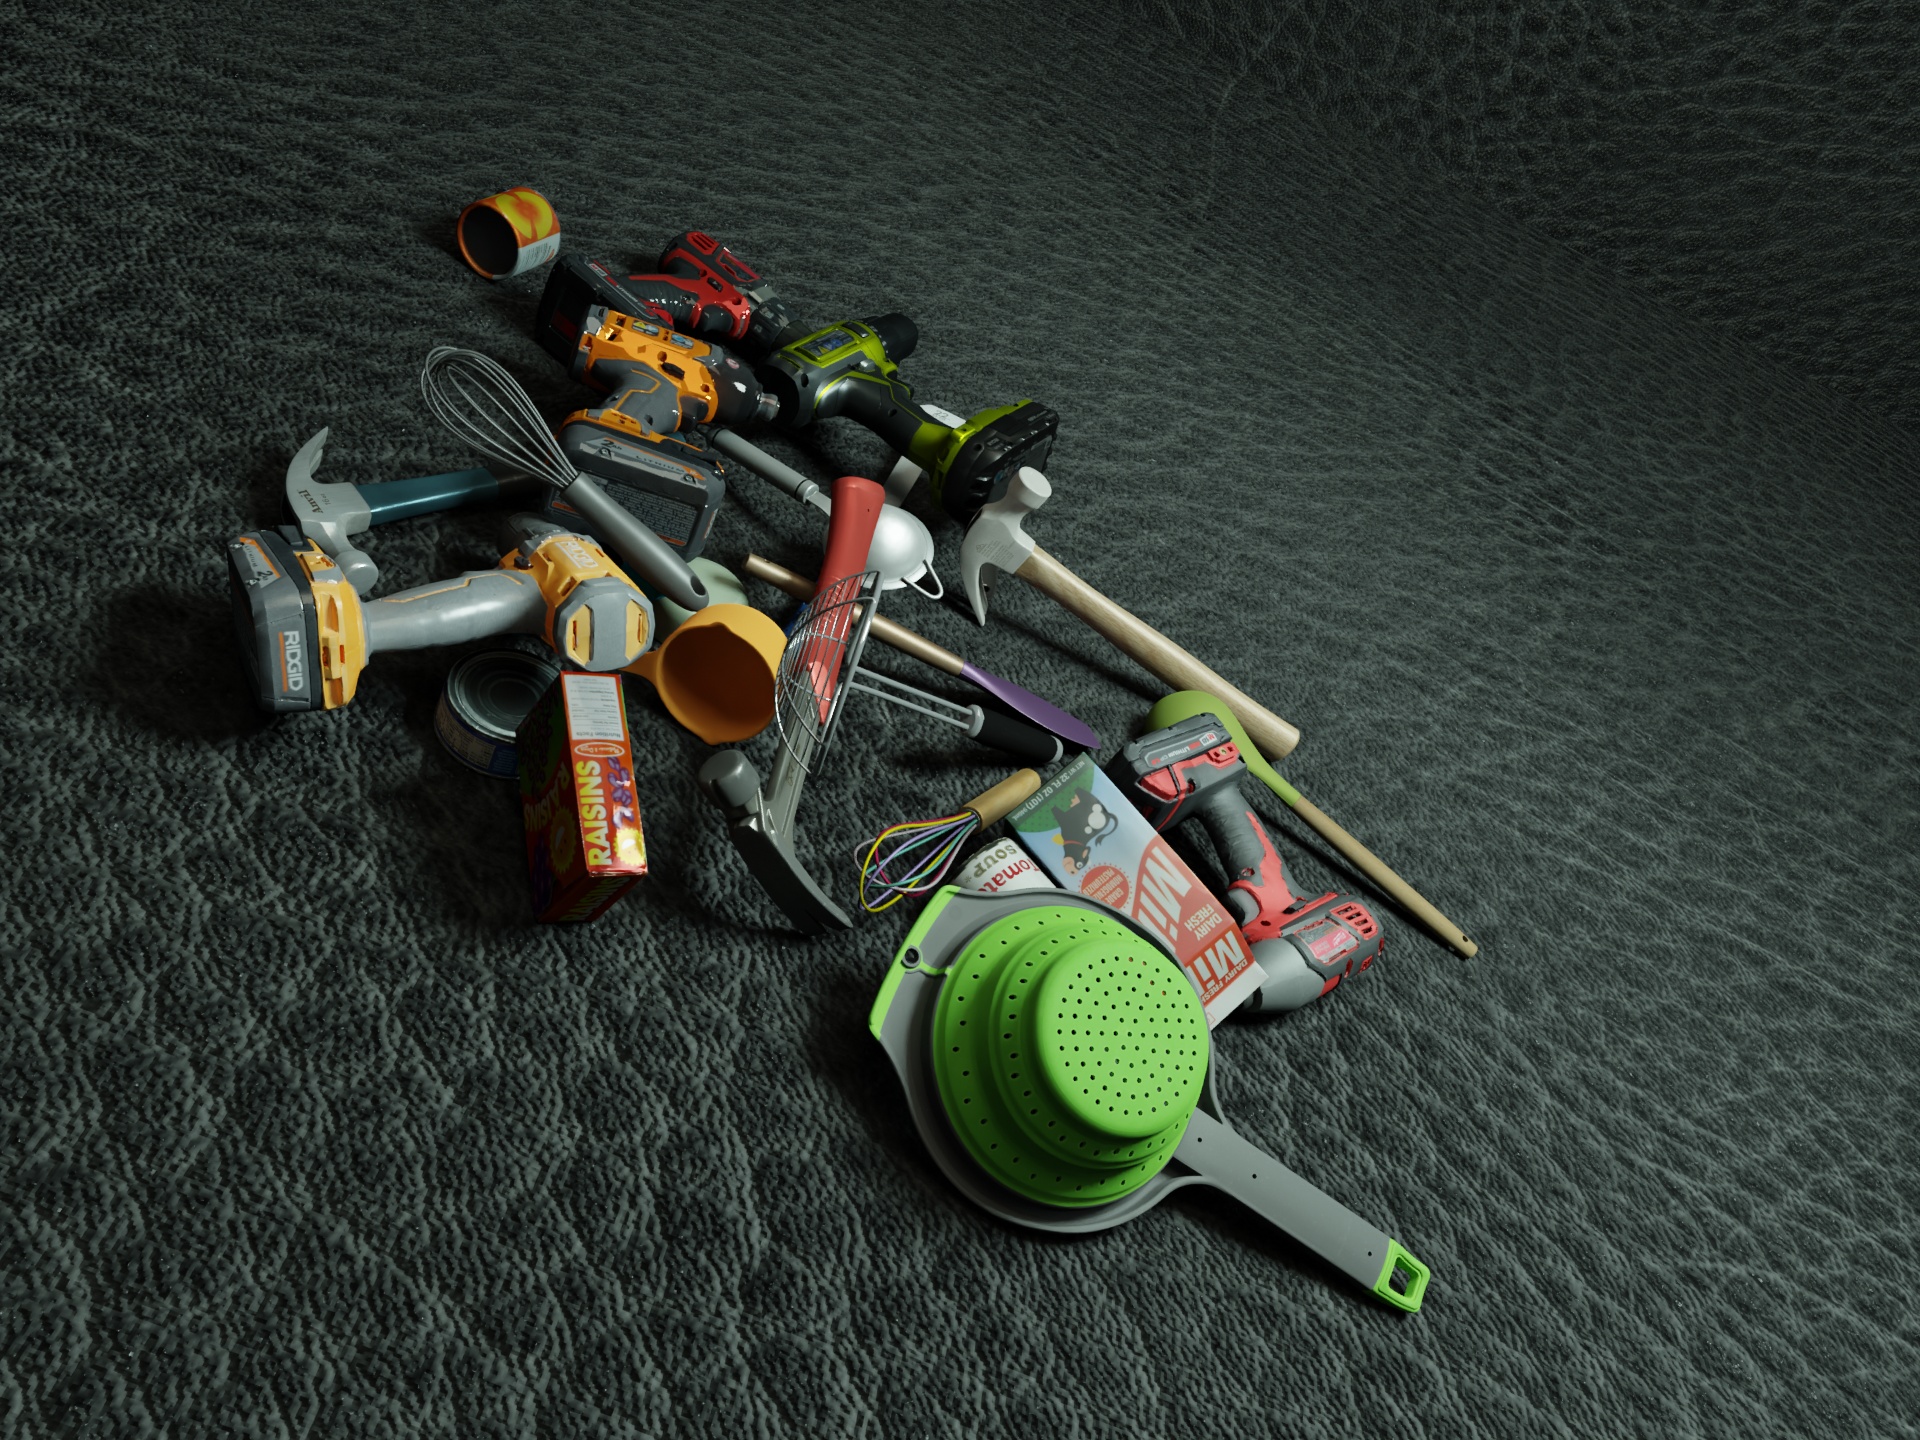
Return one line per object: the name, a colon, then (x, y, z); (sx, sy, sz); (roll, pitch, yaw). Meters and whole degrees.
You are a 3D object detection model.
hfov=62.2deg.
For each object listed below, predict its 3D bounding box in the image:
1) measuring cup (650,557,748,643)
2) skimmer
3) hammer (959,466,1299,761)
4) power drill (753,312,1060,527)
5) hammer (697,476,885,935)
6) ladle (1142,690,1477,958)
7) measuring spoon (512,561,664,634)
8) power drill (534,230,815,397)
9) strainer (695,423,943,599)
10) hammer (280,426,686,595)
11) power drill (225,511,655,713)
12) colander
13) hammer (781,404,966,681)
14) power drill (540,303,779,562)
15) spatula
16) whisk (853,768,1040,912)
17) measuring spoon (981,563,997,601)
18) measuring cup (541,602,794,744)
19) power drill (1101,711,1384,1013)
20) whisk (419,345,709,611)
measuring cup: (-0.227, -0.089, 1.118); (0.167, 0.038, 0.083); (6, 45, -31)
skimmer: (-0.002, -0.003, 1.043); (0.090, 0.127, 0.363); (17, -2, 34)
hammer: (0.140, -0.066, 1.299); (0.331, 0.130, 0.031); (35, 37, -14)
power drill: (-0.035, -0.267, 1.342); (0.229, 0.080, 0.190); (33, 42, 17)
hammer: (-0.090, -0.036, 1.063); (0.359, 0.037, 0.149); (-81, 150, -45)
ladle: (0.280, 0.088, 1.274); (0.320, 0.062, 0.078); (40, 43, 0)
measuring spoon: (-0.248, -0.087, 1.071); (0.128, 0.021, 0.042); (-27, 49, -38)
power drill: (-0.228, -0.338, 1.365); (0.188, 0.080, 0.227); (40, 36, 10)
strainer: (-0.115, -0.174, 1.238); (0.259, 0.050, 0.087); (33, 56, 21)
hammer: (-0.328, -0.172, 1.147); (0.331, 0.033, 0.128); (-22, 63, -46)
power drill: (-0.324, -0.080, 0.979); (0.226, 0.084, 0.186); (-9, 29, -29)
colander: (0.140, 0.233, 0.928); (0.397, 0.094, 0.205); (35, 61, -9)
hammer: (-0.066, -0.156, 1.293); (0.144, 0.035, 0.406); (21, 40, 2)
power drill: (-0.217, -0.215, 1.177); (0.164, 0.084, 0.227); (16, 38, -16)
spatula: (-0.022, -0.049, 1.185); (0.315, 0.018, 0.060); (26, 19, -23)
whisk: (-0.003, 0.071, 1.070); (0.245, 0.051, 0.047); (-28, 98, -59)
measuring spoon: (0.020, -0.143, 1.368); (0.034, 0.018, 0.124); (11, 48, -11)
measuring cup: (-0.195, -0.047, 1.076); (0.173, 0.095, 0.052); (16, 32, 10)
power drill: (0.194, 0.110, 1.153); (0.143, 0.078, 0.220); (-20, 64, -37)
whisk: (-0.255, -0.153, 1.043); (0.238, 0.055, 0.055); (43, 34, -20)
